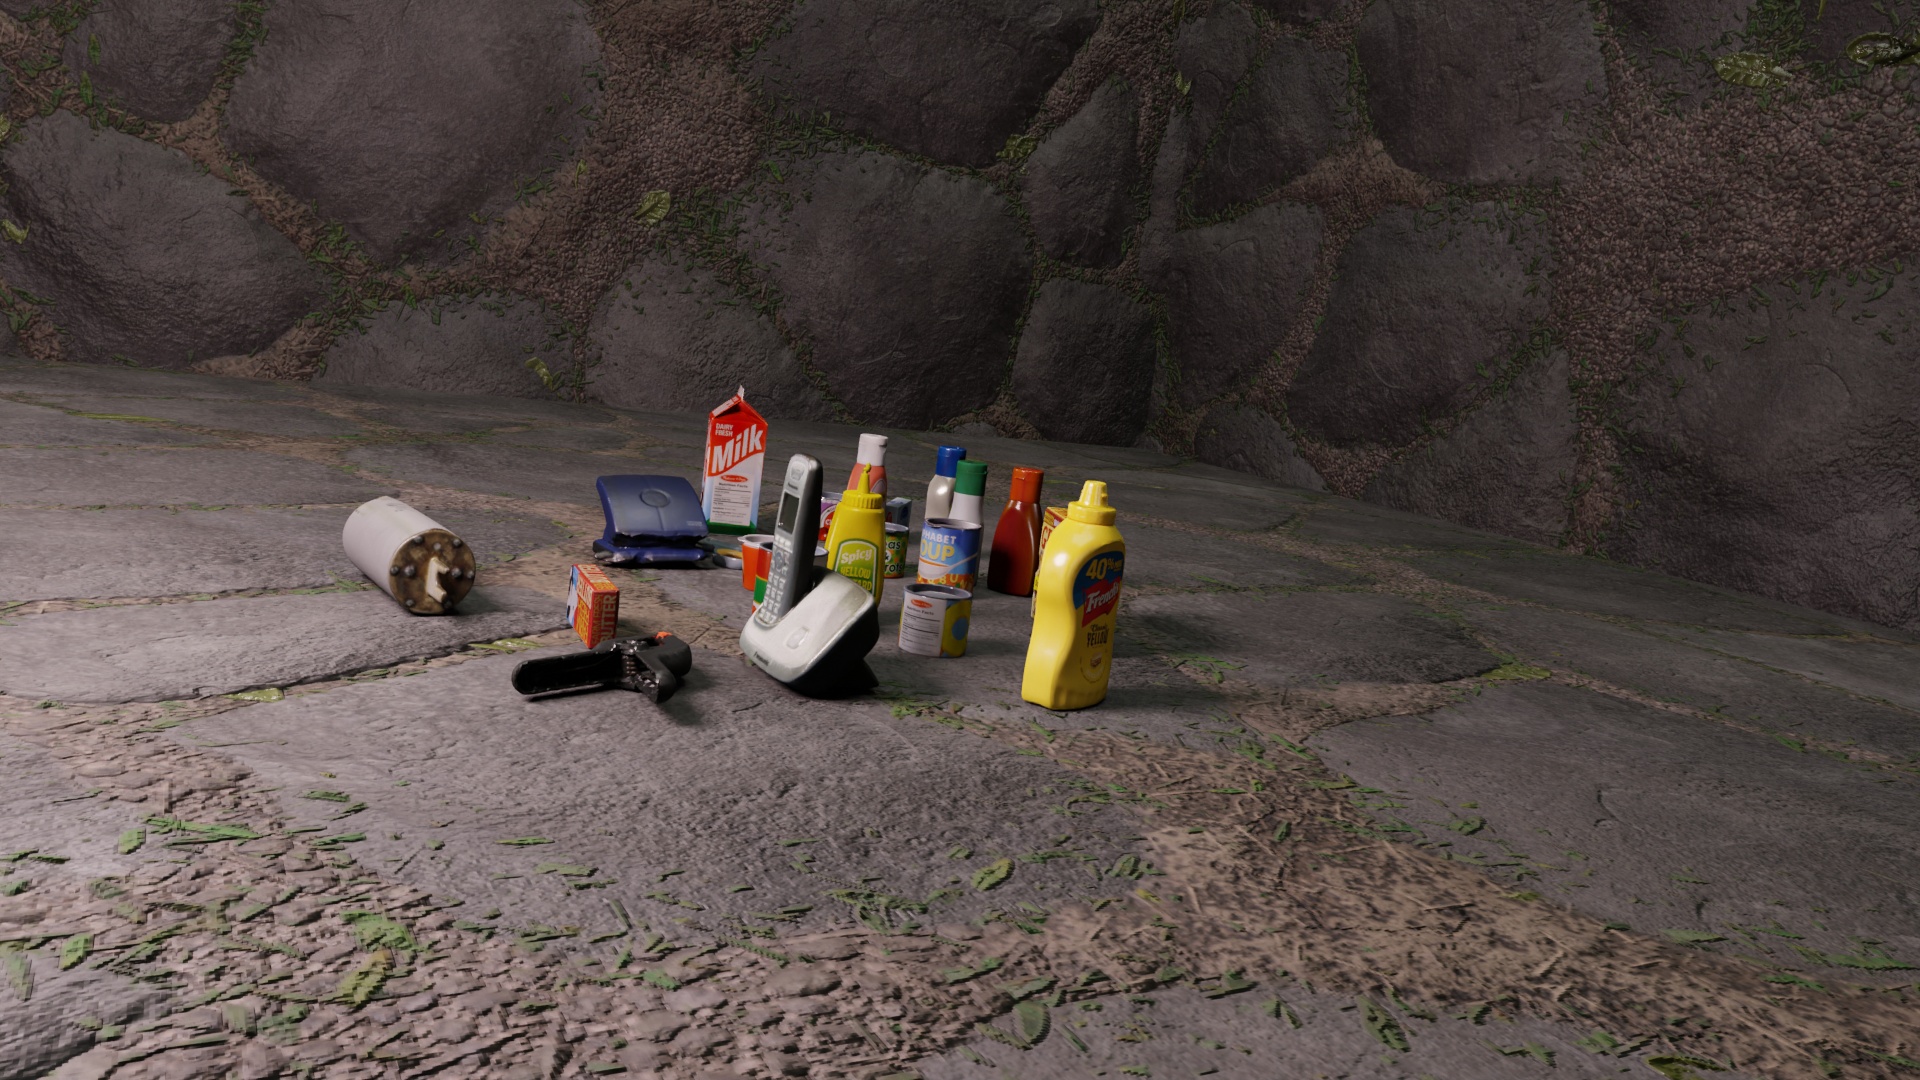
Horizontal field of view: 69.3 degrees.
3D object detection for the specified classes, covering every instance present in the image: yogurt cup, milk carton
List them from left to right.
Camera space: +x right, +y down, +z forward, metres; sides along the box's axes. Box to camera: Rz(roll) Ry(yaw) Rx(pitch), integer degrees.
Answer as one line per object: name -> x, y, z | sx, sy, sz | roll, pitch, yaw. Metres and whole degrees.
milk carton -> -0.294, -0.105, 1.802 | 0.073, 0.190, 0.072 | 5, 9, -14
yogurt cup -> -0.203, 0.026, 1.490 | 0.072, 0.054, 0.072 | 7, 9, -1

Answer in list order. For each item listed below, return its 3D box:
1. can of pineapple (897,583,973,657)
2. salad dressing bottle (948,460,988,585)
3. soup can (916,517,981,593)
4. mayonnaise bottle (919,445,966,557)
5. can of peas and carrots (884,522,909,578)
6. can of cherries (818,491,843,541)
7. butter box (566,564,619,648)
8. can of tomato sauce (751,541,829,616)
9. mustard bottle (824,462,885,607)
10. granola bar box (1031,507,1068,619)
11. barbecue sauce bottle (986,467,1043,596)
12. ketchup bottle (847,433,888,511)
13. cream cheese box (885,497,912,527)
can of pineapple -> -0.023, 0.075, 1.317 | 0.071, 0.057, 0.071 | 7, 9, -1
salad dressing bottle -> 0.006, -0.021, 1.653 | 0.044, 0.147, 0.064 | 10, 9, 18
soup can -> -0.016, 0.020, 1.581 | 0.071, 0.083, 0.071 | 7, 9, -1
mayonnaise bottle -> -0.019, -0.047, 1.798 | 0.041, 0.147, 0.065 | 12, 10, 27
can of peas and carrots -> -0.096, 0.011, 1.657 | 0.071, 0.058, 0.071 | 7, 9, -1
can of cherries -> -0.177, -0.032, 1.860 | 0.071, 0.058, 0.071 | 7, 9, -1
butter box -> -0.320, 0.057, 1.208 | 0.024, 0.053, 0.103 | 3, 10, -27
can of tomato sauce -> -0.161, 0.047, 1.302 | 0.071, 0.083, 0.071 | 7, 9, -1
mustard bottle -> -0.105, 0.001, 1.386 | 0.065, 0.160, 0.049 | 6, 9, -12
granola bar box -> 0.118, 0.040, 1.439 | 0.039, 0.124, 0.166 | 5, 9, -13
barbecue sauce bottle -> 0.071, -0.011, 1.642 | 0.065, 0.148, 0.044 | 12, 10, 31
ketchup bottle -> -0.122, -0.064, 1.816 | 0.043, 0.148, 0.065 | 13, 10, 32
cream cheese box -> -0.090, -0.027, 1.914 | 0.024, 0.053, 0.104 | 8, 9, 7
